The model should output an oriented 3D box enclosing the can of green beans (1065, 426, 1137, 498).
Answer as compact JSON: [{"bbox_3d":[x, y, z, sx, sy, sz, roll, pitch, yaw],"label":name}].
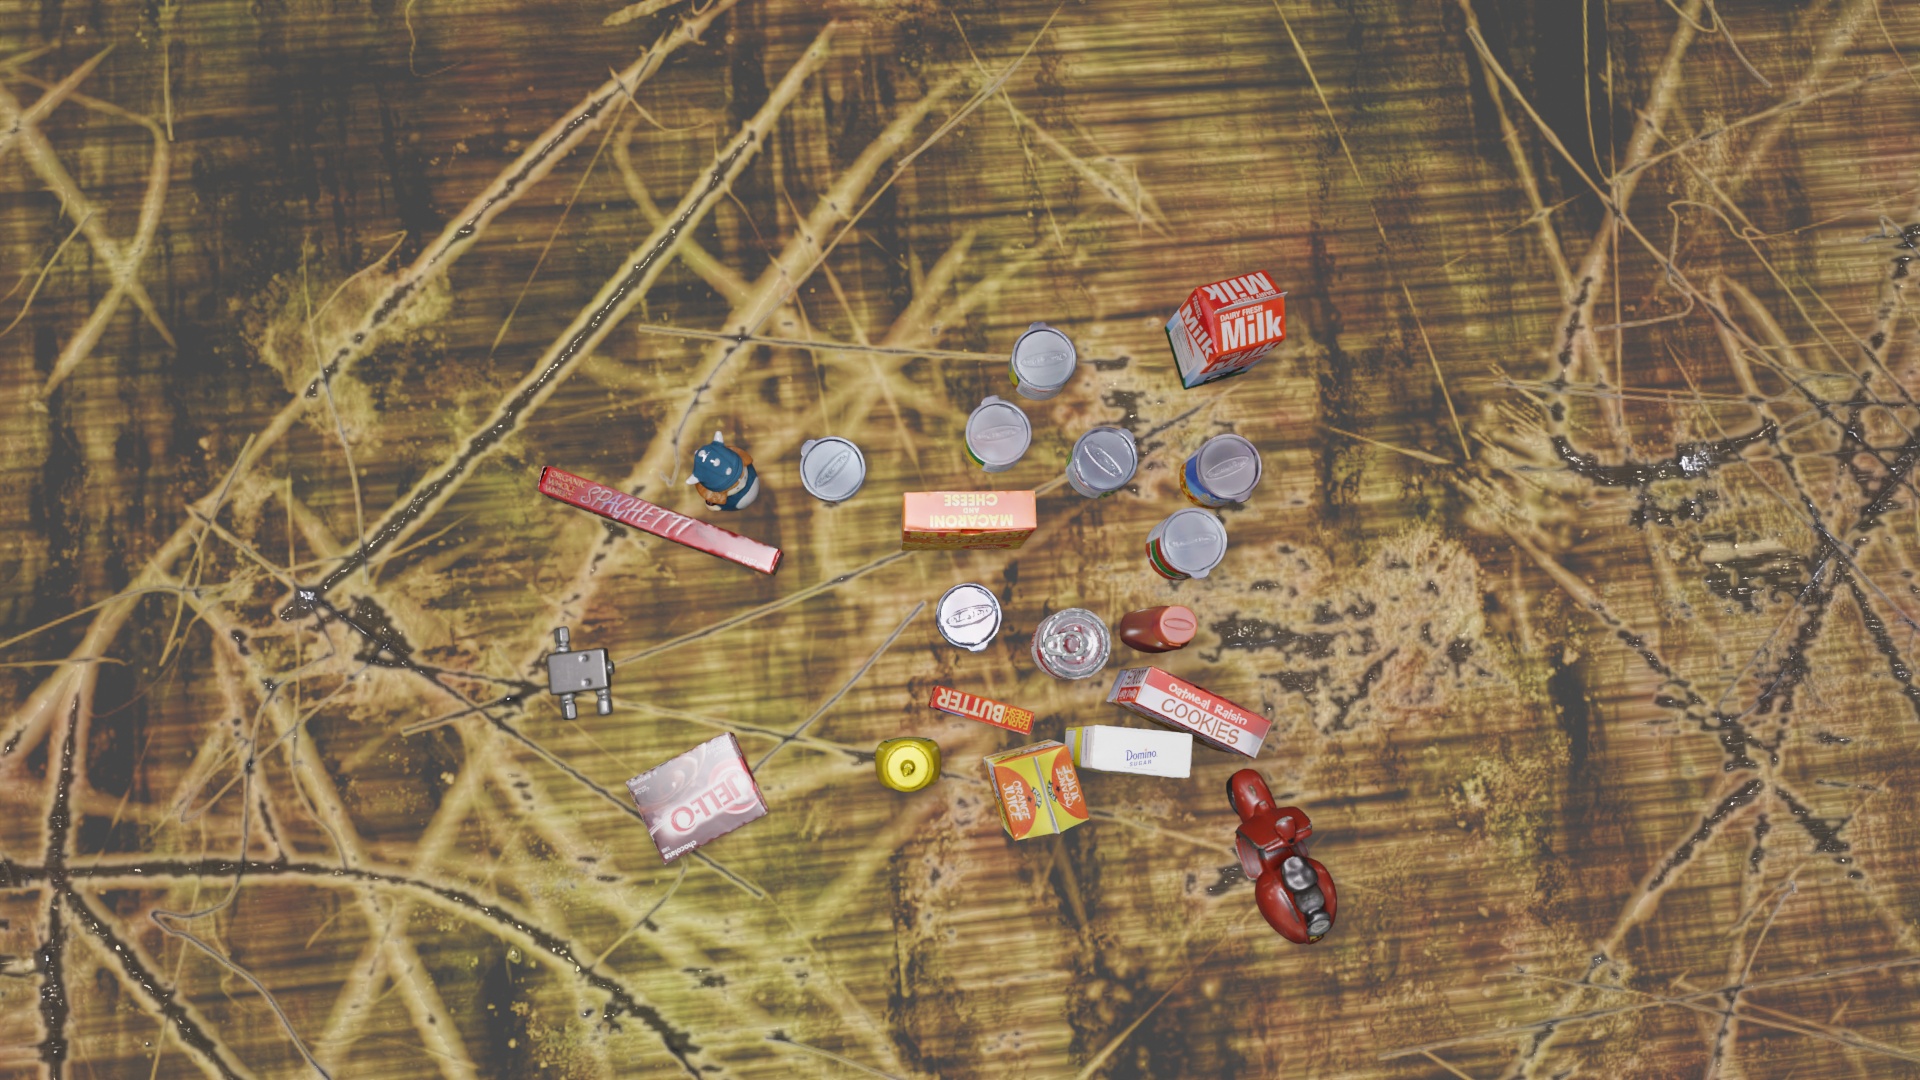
[{"bbox_3d":[0.144,-0.079,1.420,0.071,0.057,0.071,0,83,-3],"label":"can of green beans"}]

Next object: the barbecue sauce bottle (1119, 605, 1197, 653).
[{"bbox_3d":[0.198,0.086,1.357,0.065,0.148,0.043,9,83,-2],"label":"barbecue sauce bottle"}]

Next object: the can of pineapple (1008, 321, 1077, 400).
[{"bbox_3d":[0.084,-0.183,1.429,0.071,0.058,0.071,0,83,-3],"label":"can of pineapple"}]

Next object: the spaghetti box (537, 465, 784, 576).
[{"bbox_3d":[-0.300,-0.019,1.391,0.250,0.050,0.029,20,83,-1],"label":"spaghetti box"}]

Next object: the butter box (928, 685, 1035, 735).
[{"bbox_3d":[0.021,0.169,1.385,0.103,0.053,0.024,16,83,-1],"label":"butter box"}]

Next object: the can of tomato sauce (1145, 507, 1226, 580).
[{"bbox_3d":[0.227,0.007,1.402,0.071,0.083,0.071,0,83,-3],"label":"can of tomato sauce"}]

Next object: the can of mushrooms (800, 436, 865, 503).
[{"bbox_3d":[-0.131,-0.073,1.416,0.071,0.033,0.071,0,83,-3],"label":"can of mushrooms"}]

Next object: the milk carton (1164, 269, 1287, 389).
[{"bbox_3d":[0.264,-0.211,1.376,0.072,0.190,0.073,-16,85,-5],"label":"milk carton"}]

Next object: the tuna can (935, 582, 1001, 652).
[{"bbox_3d":[0.009,0.079,1.406,0.071,0.033,0.071,0,83,-3],"label":"tuna can"}]

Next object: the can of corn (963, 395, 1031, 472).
[{"bbox_3d":[0.036,-0.108,1.417,0.071,0.058,0.071,0,83,-3],"label":"can of corn"}]

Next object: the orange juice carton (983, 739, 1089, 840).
[{"bbox_3d":[0.071,0.233,1.310,0.073,0.192,0.072,-15,85,-5],"label":"orange juice carton"}]

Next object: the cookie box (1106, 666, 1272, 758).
[{"bbox_3d":[0.216,0.163,1.339,0.123,0.167,0.040,25,83,0],"label":"cookie box"}]

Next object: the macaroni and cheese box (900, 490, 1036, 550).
[{"bbox_3d":[0.005,-0.017,1.350,0.124,0.166,0.040,-1,84,-3],"label":"macaroni and cheese box"}]

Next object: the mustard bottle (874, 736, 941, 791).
[{"bbox_3d":[-0.049,0.213,1.322,0.065,0.160,0.049,-2,84,-3],"label":"mustard bottle"}]

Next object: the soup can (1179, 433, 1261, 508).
[{"bbox_3d":[0.264,-0.066,1.412,0.071,0.083,0.071,0,83,-3],"label":"soup can"}]
